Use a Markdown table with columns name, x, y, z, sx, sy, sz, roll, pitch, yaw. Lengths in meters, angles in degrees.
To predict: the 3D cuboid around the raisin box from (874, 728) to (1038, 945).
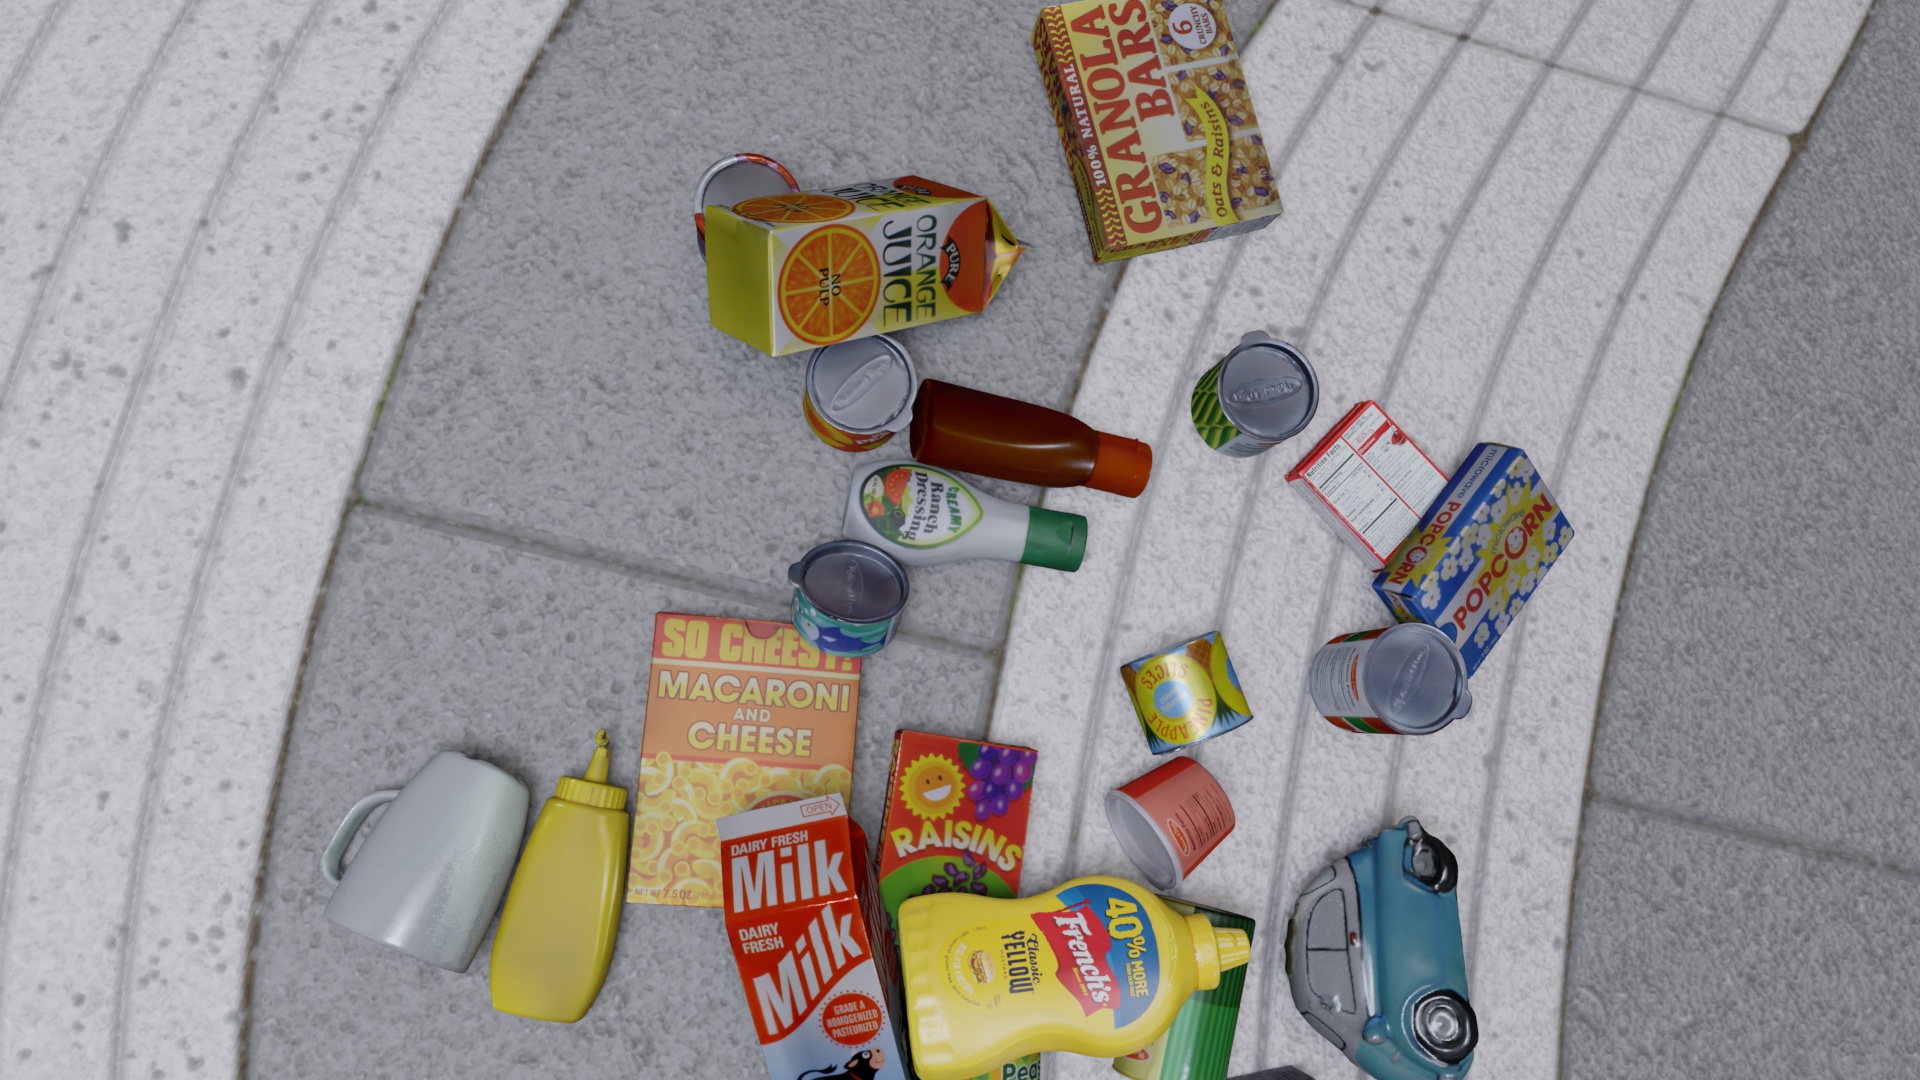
| name | x | y | z | sx | sy | sz | roll | pitch | yaw |
| --- | --- | --- | --- | --- | --- | --- | --- | --- | --- |
| raisin box | -0.005 | 0.179 | 0.827 | 0.086 | 0.040 | 0.123 | 10 | 82 | -6 |

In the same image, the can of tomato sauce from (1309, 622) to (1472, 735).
| name | x | y | z | sx | sy | sz | roll | pitch | yaw |
| --- | --- | --- | --- | --- | --- | --- | --- | --- | --- |
| can of tomato sauce | 0.264 | 0.087 | 0.858 | 0.071 | 0.083 | 0.071 | 1 | 82 | -8 |

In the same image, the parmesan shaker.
| name | x | y | z | sx | sy | sz | roll | pitch | yaw |
| --- | --- | --- | --- | --- | --- | --- | --- | --- | --- |
| parmesan shaker | 0.135 | 0.267 | 0.819 | 0.071 | 0.071 | 0.103 | 15 | 80 | -6 |

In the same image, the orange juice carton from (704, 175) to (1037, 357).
| name | x | y | z | sx | sy | sz | roll | pitch | yaw |
| --- | --- | --- | --- | --- | --- | --- | --- | --- | --- |
| orange juice carton | -0.049 | -0.169 | 0.825 | 0.193 | 0.072 | 0.072 | -19 | 123 | -35 |

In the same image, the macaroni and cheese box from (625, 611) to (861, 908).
| name | x | y | z | sx | sy | sz | roll | pitch | yaw |
| --- | --- | --- | --- | --- | --- | --- | --- | --- | --- |
| macaroni and cheese box | -0.124 | 0.129 | 0.816 | 0.124 | 0.040 | 0.166 | 5 | 81 | -9 |

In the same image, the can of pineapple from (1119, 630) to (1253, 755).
| name | x | y | z | sx | sy | sz | roll | pitch | yaw |
| --- | --- | --- | --- | --- | --- | --- | --- | --- | --- |
| can of pineapple | 0.137 | 0.093 | 0.846 | 0.071 | 0.071 | 0.058 | -20 | 85 | -11 |

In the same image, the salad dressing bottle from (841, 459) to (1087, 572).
| name | x | y | z | sx | sy | sz | roll | pitch | yaw |
| --- | --- | --- | --- | --- | --- | --- | --- | --- | --- |
| salad dressing bottle | 0.003 | -0.011 | 0.853 | 0.148 | 0.044 | 0.064 | 10 | 71 | -7 |

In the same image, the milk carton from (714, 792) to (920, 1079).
| name | x | y | z | sx | sy | sz | roll | pitch | yaw |
| --- | --- | --- | --- | --- | --- | --- | --- | --- | --- |
| milk carton | -0.076 | 0.228 | 0.755 | 0.072 | 0.073 | 0.190 | -13 | 105 | 3 |

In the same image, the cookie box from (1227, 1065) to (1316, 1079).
| name | x | y | z | sx | sy | sz | roll | pitch | yaw |
| --- | --- | --- | --- | --- | --- | --- | --- | --- | --- |
| cookie box | 0.136 | 0.392 | 0.817 | 0.168 | 0.040 | 0.123 | -8 | 83 | -11 |

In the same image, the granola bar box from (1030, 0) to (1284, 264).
| name | x | y | z | sx | sy | sz | roll | pitch | yaw |
| --- | --- | --- | --- | --- | --- | --- | --- | --- | --- |
| granola bar box | 0.128 | -0.275 | 0.914 | 0.124 | 0.039 | 0.165 | -14 | 84 | -11 |

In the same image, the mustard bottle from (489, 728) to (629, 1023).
| name | x | y | z | sx | sy | sz | roll | pitch | yaw |
| --- | --- | --- | --- | --- | --- | --- | --- | --- | --- |
| mustard bottle | -0.219 | 0.187 | 0.789 | 0.065 | 0.048 | 0.160 | 13 | 79 | -5 |

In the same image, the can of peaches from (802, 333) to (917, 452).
| name | x | y | z | sx | sy | sz | roll | pitch | yaw |
| --- | --- | --- | --- | --- | --- | --- | --- | --- | --- |
| can of peaches | -0.061 | -0.089 | 0.848 | 0.071 | 0.058 | 0.071 | 1 | 82 | -9 |

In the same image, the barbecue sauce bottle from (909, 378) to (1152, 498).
| name | x | y | z | sx | sy | sz | roll | pitch | yaw |
| --- | --- | --- | --- | --- | --- | --- | --- | --- | --- |
| barbecue sauce bottle | 0.045 | -0.059 | 0.861 | 0.149 | 0.065 | 0.043 | 12 | 124 | -14 |

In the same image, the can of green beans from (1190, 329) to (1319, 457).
| name | x | y | z | sx | sy | sz | roll | pitch | yaw |
| --- | --- | --- | --- | --- | --- | --- | --- | --- | --- |
| can of green beans | 0.186 | -0.090 | 0.886 | 0.071 | 0.057 | 0.071 | 1 | 82 | -8 |

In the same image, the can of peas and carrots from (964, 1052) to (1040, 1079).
| name | x | y | z | sx | sy | sz | roll | pitch | yaw |
| --- | --- | --- | --- | --- | --- | --- | --- | --- | --- |
| can of peas and carrots | 0.015 | 0.311 | 0.795 | 0.071 | 0.071 | 0.059 | 3 | 82 | -8 |

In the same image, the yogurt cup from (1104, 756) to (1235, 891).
| name | x | y | z | sx | sy | sz | roll | pitch | yaw |
| --- | --- | --- | --- | --- | --- | --- | --- | --- | --- |
| yogurt cup | 0.128 | 0.167 | 0.837 | 0.054 | 0.072 | 0.072 | -31 | 88 | -20 |

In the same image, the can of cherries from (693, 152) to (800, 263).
| name | x | y | z | sx | sy | sz | roll | pitch | yaw |
| --- | --- | --- | --- | --- | --- | --- | --- | --- | --- |
| can of cherries | -0.127 | -0.195 | 0.854 | 0.071 | 0.058 | 0.071 | 1 | 82 | -8 |

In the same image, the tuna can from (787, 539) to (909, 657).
| name | x | y | z | sx | sy | sz | roll | pitch | yaw |
| --- | --- | --- | --- | --- | --- | --- | --- | --- | --- |
| tuna can | -0.068 | 0.034 | 0.811 | 0.071 | 0.032 | 0.071 | 9 | 43 | -9 |

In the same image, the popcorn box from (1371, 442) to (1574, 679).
| name | x | y | z | sx | sy | sz | roll | pitch | yaw |
| --- | --- | --- | --- | --- | --- | --- | --- | --- | --- |
| popcorn box | 0.328 | 0.012 | 0.885 | 0.127 | 0.038 | 0.085 | -50 | 121 | -12 |
